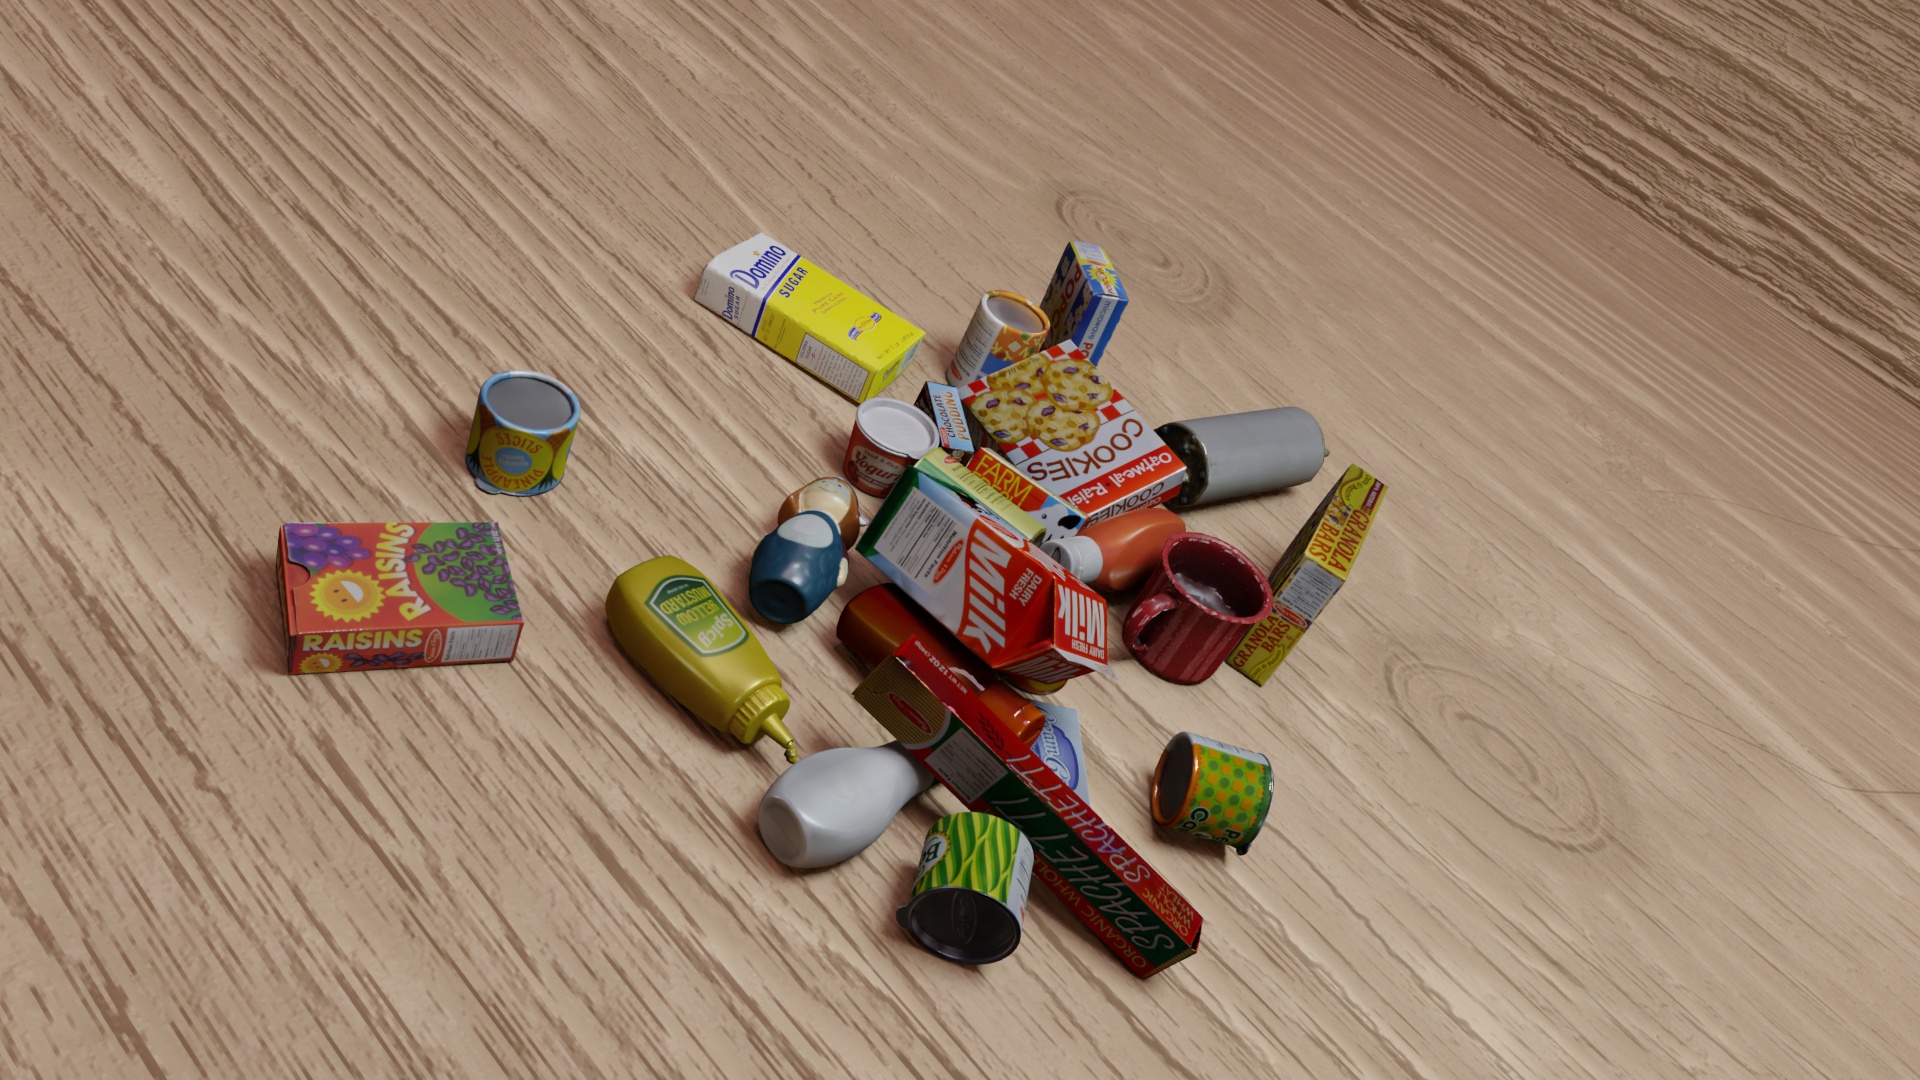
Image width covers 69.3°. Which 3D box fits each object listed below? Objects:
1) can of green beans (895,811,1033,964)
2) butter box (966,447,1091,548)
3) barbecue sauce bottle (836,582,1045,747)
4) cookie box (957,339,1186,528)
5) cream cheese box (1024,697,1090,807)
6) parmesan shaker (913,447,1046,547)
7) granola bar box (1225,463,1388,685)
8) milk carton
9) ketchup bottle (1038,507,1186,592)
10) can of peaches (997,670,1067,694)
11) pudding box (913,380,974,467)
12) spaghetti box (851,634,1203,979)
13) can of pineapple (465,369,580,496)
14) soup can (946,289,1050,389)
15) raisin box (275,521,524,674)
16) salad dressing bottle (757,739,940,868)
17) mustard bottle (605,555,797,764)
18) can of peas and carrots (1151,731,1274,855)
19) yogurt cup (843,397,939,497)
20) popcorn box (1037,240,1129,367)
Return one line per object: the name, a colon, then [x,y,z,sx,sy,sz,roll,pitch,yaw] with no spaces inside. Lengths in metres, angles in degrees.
can of green beans: [0.006,0.198,0.796,0.071,0.071,0.058,24,37,-5]
butter box: [0.045,-0.024,1.082,0.103,0.053,0.024,35,8,14]
barbecue sauce bottle: [-0.011,0.086,0.916,0.149,0.043,0.065,36,30,25]
cookie box: [0.088,-0.081,1.160,0.123,0.040,0.168,-26,59,-22]
cream cheese box: [0.054,0.150,0.915,0.053,0.024,0.104,15,39,-16]
parmesan shaker: [0.004,-0.013,1.037,0.103,0.071,0.072,38,38,12]
granola bar box: [0.279,0.024,1.115,0.039,0.123,0.166,34,38,8]
milk carton: [0.024,0.033,0.924,0.191,0.073,0.072,39,9,36]
ketchup bottle: [0.115,0.011,1.064,0.043,0.064,0.149,30,24,34]
can of peaches: [0.057,0.066,0.987,0.071,0.057,0.071,17,39,-14]
pudding box: [-0.018,-0.083,1.120,0.030,0.049,0.084,11,41,-23]
spaghetti box: [0.041,0.161,0.831,0.250,0.050,0.029,44,37,0]
can of pineapple: [-0.294,-0.072,0.932,0.071,0.057,0.071,17,39,-14]
soup can: [0.035,-0.168,1.223,0.071,0.083,0.072,17,38,-14]
raisin box: [-0.327,0.031,0.809,0.123,0.039,0.086,-1,47,-31]
salad dressing bottle: [-0.053,0.147,0.839,0.148,0.043,0.064,-19,57,-46]
mustard bottle: [-0.150,0.077,0.855,0.160,0.048,0.065,43,41,19]
can of peas and carrots: [0.167,0.169,0.930,0.059,0.070,0.071,18,38,-12]
yogurt cup: [-0.057,-0.070,1.078,0.072,0.053,0.073,17,39,-14]
popcorn box: [0.102,-0.195,1.261,0.038,0.126,0.085,5,42,-22]
